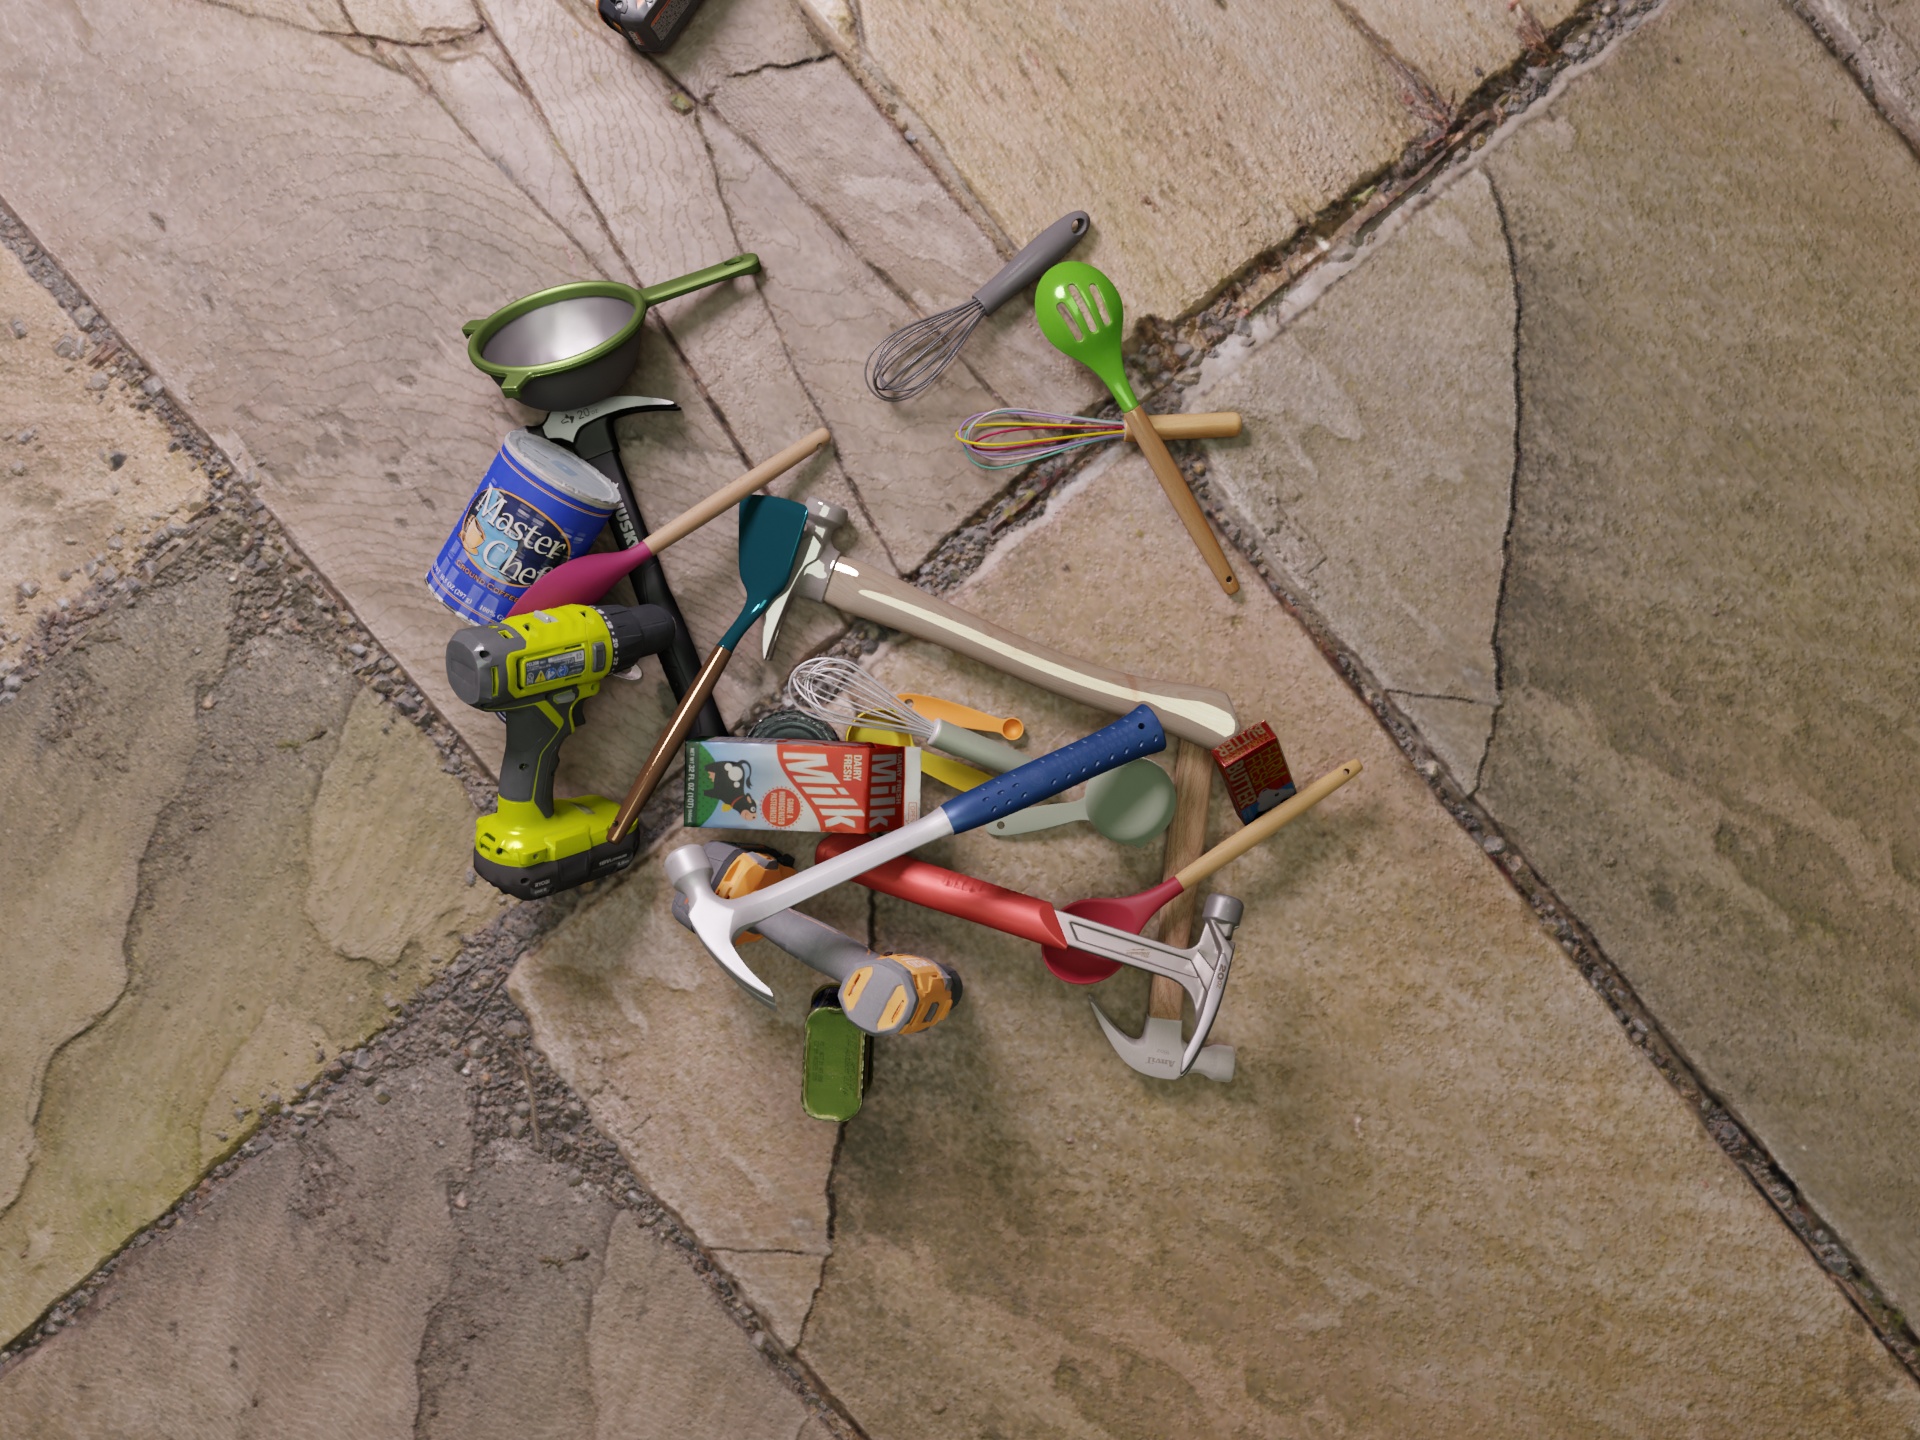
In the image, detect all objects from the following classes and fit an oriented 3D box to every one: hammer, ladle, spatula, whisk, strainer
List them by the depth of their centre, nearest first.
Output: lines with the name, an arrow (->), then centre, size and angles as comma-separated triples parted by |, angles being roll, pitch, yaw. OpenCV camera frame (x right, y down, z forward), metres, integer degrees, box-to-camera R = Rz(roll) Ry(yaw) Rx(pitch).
hammer -> -0.018, 0.089, 1.251 | 0.405, 0.035, 0.144 | -23, 65, -14
spatula -> -0.216, -0.042, 1.314 | 0.082, 0.044, 0.317 | 16, 71, 37
hammer -> 0.044, 0.169, 1.318 | 0.359, 0.036, 0.149 | 16, 72, 15
whisk -> -0.030, 0.007, 1.339 | 0.246, 0.058, 0.059 | 23, 116, -16
strainer -> -0.281, -0.324, 1.340 | 0.256, 0.152, 0.069 | -25, 132, -16
ladle -> 0.206, 0.122, 1.341 | 0.315, 0.031, 0.069 | -33, 80, -1
hammer -> 0.035, -0.050, 1.346 | 0.410, 0.038, 0.146 | 22, 93, 4
whisk -> 0.016, -0.355, 1.348 | 0.239, 0.055, 0.055 | -40, 92, -3
whisk -> 0.118, -0.244, 1.352 | 0.245, 0.047, 0.051 | -3, 91, -3
hammer -> -0.260, -0.117, 1.361 | 0.146, 0.035, 0.335 | -21, 92, 2
hammer -> 0.187, 0.142, 1.370 | 0.130, 0.031, 0.331 | 6, 92, 0

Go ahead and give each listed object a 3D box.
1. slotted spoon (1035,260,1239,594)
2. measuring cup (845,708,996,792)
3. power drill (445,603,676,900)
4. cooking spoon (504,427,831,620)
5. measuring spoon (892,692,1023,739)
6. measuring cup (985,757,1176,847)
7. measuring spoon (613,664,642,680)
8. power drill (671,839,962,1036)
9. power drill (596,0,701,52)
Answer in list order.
slotted spoon -> 0.157, -0.239, 1.327 | 0.070, 0.031, 0.313 | -32, 106, -1
measuring cup -> -0.027, 0.037, 1.376 | 0.156, 0.029, 0.062 | 23, 88, -12
power drill -> -0.317, 0.015, 1.295 | 0.080, 0.190, 0.228 | 25, 120, 38
cooking spoon -> -0.238, -0.156, 1.317 | 0.319, 0.068, 0.017 | -36, 60, -16
measuring spoon -> -0.002, -0.004, 1.378 | 0.117, 0.011, 0.021 | 14, 92, 3
measuring cup -> 0.099, 0.076, 1.351 | 0.167, 0.038, 0.083 | -12, 83, 12
measuring spoon -> -0.333, -0.064, 1.376 | 0.124, 0.018, 0.034 | 26, 80, -7
power drill -> -0.105, 0.186, 1.323 | 0.226, 0.185, 0.084 | 28, 92, 18
power drill -> -0.324, -0.660, 1.322 | 0.226, 0.084, 0.164 | 37, 93, 3
